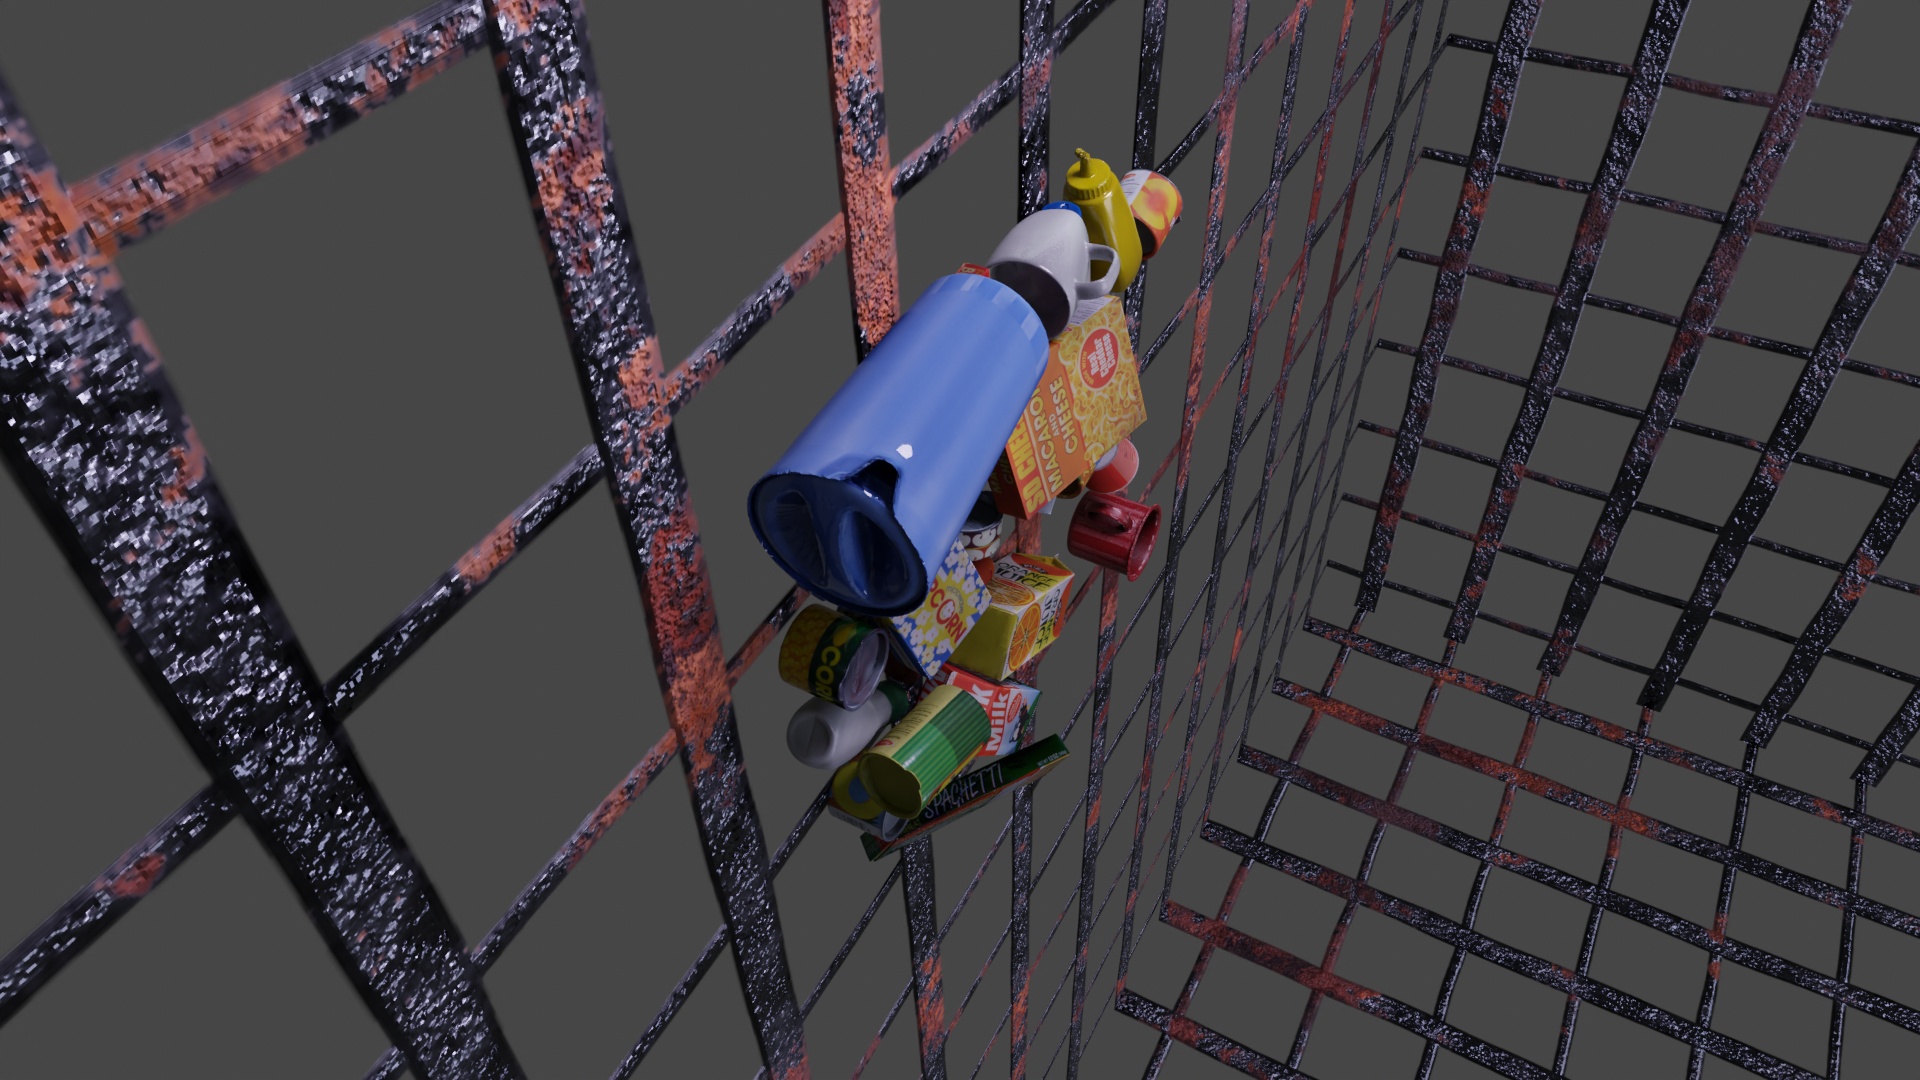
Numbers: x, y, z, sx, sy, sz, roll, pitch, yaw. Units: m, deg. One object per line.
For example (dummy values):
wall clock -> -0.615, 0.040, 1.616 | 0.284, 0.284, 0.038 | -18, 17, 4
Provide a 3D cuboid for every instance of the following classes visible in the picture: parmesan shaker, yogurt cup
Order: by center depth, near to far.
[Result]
parmesan shaker -> -0.027, 0.175, 1.162 | 0.103, 0.071, 0.071 | -39, 144, -41
yogurt cup -> 0.150, -0.090, 1.480 | 0.072, 0.072, 0.054 | -66, 151, -10

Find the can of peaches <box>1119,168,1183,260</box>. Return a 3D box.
can of peaches -> 0.172, -0.308, 1.325 | 0.058, 0.071, 0.071 | -59, 156, -25

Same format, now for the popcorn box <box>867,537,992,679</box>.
popcorn box -> -0.031, 0.037, 1.062 | 0.085, 0.038, 0.126 | -51, 142, -18

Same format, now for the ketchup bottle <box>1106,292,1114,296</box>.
ketchup bottle -> 0.139, -0.205, 1.373 | 0.065, 0.043, 0.148 | -62, 158, -22

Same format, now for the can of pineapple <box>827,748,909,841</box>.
can of pineapple -> -0.074, 0.219, 1.209 | 0.071, 0.058, 0.070 | -51, 153, -40

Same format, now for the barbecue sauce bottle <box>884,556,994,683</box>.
barbecue sauce bottle -> -0.018, 0.060, 1.226 | 0.149, 0.044, 0.064 | -48, 149, -46

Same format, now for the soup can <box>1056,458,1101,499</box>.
soup can -> 0.108, -0.091, 1.369 | 0.084, 0.071, 0.071 | -57, 156, -29

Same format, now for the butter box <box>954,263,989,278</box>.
butter box -> 0.004, -0.165, 1.104 | 0.053, 0.024, 0.103 | -56, 155, -34

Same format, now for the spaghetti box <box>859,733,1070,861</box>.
spaghetti box -> 0.008, 0.248, 1.355 | 0.251, 0.029, 0.050 | -17, 156, -43

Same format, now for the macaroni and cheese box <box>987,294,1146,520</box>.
macaroni and cheese box -> 0.081, -0.114, 1.164 | 0.167, 0.040, 0.123 | -40, 128, -30

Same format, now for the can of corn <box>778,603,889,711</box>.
can of corn -> -0.096, 0.088, 1.037 | 0.071, 0.058, 0.070 | -51, 152, -40

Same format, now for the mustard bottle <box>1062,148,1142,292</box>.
mustard bottle -> 0.121, -0.288, 1.230 | 0.049, 0.065, 0.159 | -56, 152, -21

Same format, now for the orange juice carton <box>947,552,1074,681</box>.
orange juice carton -> 0.053, 0.066, 1.365 | 0.193, 0.073, 0.071 | -27, 133, -61

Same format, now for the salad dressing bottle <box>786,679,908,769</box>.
salad dressing bottle -> -0.088, 0.145, 1.132 | 0.148, 0.044, 0.064 | -13, 119, -68

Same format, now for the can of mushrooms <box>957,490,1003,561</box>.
can of mushrooms -> 0.004, -0.015, 1.178 | 0.071, 0.071, 0.033 | -45, 149, -47

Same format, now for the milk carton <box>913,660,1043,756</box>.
milk carton -> 0.010, 0.162, 1.343 | 0.072, 0.073, 0.190 | -68, 159, 1

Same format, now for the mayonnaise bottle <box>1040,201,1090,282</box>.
mayonnaise bottle -> 0.092, -0.232, 1.238 | 0.065, 0.041, 0.147 | -57, 155, -33

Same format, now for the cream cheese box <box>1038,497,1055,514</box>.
cream cheese box -> 0.066, -0.060, 1.278 | 0.104, 0.024, 0.053 | -133, -120, -73
